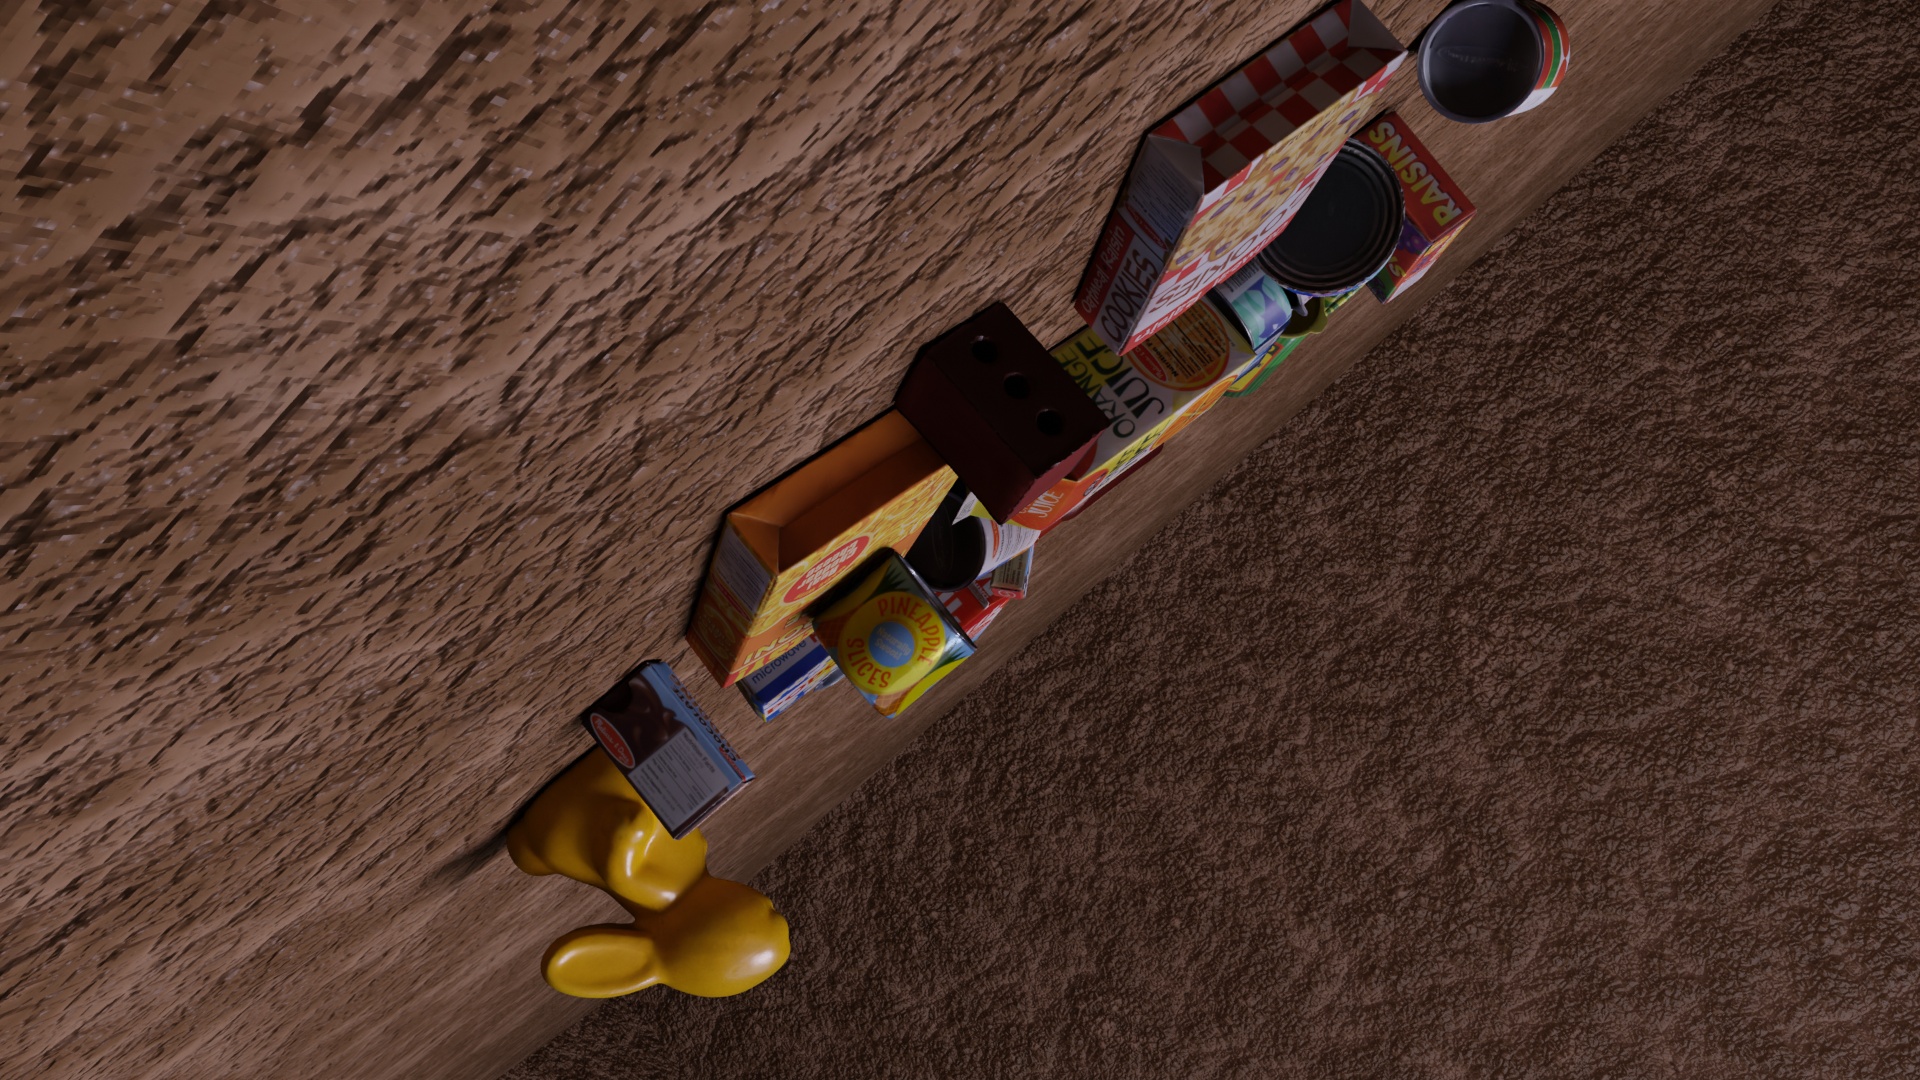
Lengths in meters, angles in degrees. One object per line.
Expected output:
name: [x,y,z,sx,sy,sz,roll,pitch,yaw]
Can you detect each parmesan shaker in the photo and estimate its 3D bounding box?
parmesan shaker: [0.217,-0.153,1.020,0.071,0.071,0.102,-36,171,-21]

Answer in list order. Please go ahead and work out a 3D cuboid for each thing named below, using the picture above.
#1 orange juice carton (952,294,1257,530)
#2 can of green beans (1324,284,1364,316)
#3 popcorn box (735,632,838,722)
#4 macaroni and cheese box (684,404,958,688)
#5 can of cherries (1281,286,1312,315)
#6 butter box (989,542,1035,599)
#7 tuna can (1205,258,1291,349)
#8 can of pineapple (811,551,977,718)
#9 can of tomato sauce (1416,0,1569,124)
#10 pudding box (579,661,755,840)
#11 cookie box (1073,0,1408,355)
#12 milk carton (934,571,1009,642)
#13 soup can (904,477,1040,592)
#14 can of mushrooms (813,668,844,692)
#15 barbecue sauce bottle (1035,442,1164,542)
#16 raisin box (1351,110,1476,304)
orange juice carton: [0.074,-0.073,0.809,0.193,0.073,0.071,-35,171,-25]
can of green beans: [0.268,-0.204,1.025,0.071,0.058,0.071,-39,172,-7]
popcorn box: [-0.093,0.065,0.929,0.127,0.038,0.085,-38,171,-14]
macaroni and cheese box: [-0.070,0.005,0.700,0.124,0.040,0.165,-35,170,-28]
can of cherries: [0.203,-0.178,0.825,0.058,0.071,0.071,-41,172,2]
butter box: [0.040,-0.014,0.940,0.053,0.024,0.103,69,30,-80]
tuna can: [0.167,-0.147,0.840,0.033,0.071,0.071,-40,172,0]
can of pineapple: [-0.034,0.049,0.709,0.058,0.071,0.071,-40,172,0]
can of tomato sauce: [0.302,-0.274,0.783,0.071,0.071,0.083,-46,170,36]
pudding box: [-0.155,0.110,0.740,0.049,0.084,0.030,-41,174,2]
cookie box: [0.125,-0.165,0.659,0.123,0.040,0.167,-38,172,-15]
milk carton: [-0.019,0.047,1.040,0.074,0.072,0.189,-36,171,-21]
soup can: [0.003,-0.011,0.866,0.071,0.071,0.084,-45,171,31]
can of mushrooms: [-0.091,0.080,1.035,0.071,0.033,0.071,-39,172,-6]
barbecue sauce bottle: [0.101,-0.051,1.159,0.149,0.044,0.064,-37,171,-16]
raisin box: [0.282,-0.217,0.919,0.040,0.086,0.123,-34,172,-3]
